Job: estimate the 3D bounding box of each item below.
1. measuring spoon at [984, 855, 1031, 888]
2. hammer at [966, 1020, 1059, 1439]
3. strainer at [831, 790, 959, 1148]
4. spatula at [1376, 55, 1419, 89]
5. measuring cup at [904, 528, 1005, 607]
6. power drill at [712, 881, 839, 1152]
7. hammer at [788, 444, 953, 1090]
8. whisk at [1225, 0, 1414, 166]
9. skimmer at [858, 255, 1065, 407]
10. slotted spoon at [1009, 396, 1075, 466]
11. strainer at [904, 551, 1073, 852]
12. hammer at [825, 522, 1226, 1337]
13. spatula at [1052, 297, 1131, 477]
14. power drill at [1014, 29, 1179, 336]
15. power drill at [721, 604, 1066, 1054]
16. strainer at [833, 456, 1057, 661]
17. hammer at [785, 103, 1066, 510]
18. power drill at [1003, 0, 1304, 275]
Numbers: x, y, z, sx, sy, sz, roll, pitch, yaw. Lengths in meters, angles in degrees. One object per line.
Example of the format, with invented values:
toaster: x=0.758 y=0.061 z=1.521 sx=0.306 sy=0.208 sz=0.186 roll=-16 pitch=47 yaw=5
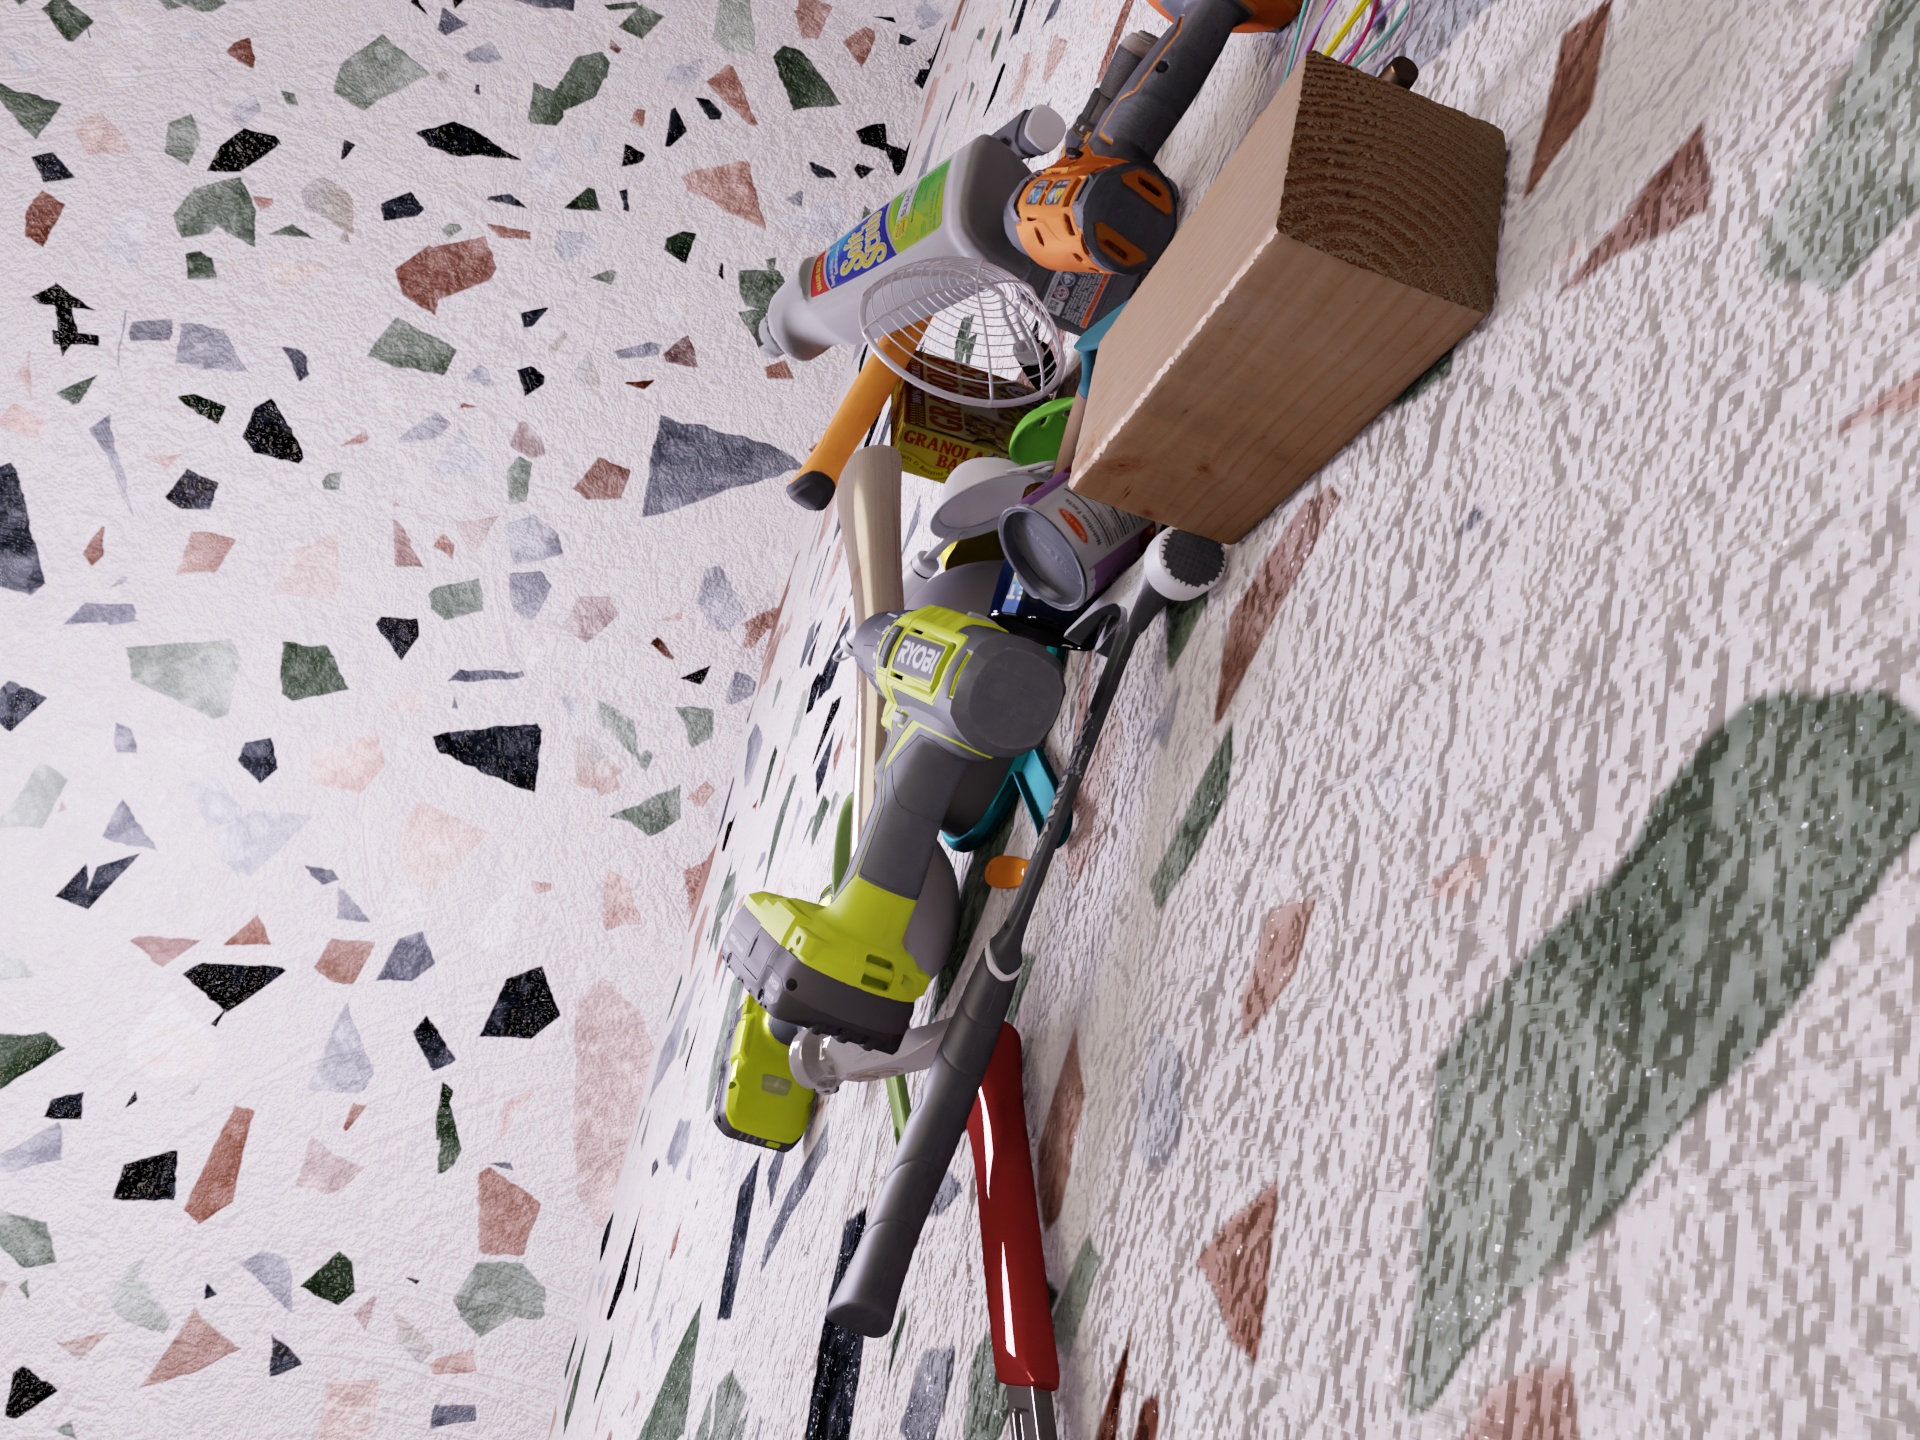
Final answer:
measuring spoon: x=0.028 y=0.090 z=0.954 sx=0.117 sy=0.011 sz=0.021 roll=163 pitch=123 yaw=-75
hammer: x=0.029 y=0.247 z=0.683 sx=0.359 sy=0.036 sz=0.149 roll=-97 pitch=27 yaw=-61
strainer: x=-0.028 y=0.163 z=1.019 sx=0.151 sy=0.069 sz=0.257 roll=113 pitch=151 yaw=-53
spatula: x=0.127 y=-0.205 z=0.770 sx=0.316 sy=0.018 sz=0.060 roll=132 pitch=160 yaw=-63
measuring cup: x=-0.026 y=-0.102 z=1.178 sx=0.156 sy=0.062 sz=0.029 roll=-34 pitch=55 yaw=23
power drill: x=-0.124 y=0.248 z=1.263 sx=0.223 sy=0.080 sz=0.171 roll=126 pitch=158 yaw=-47
hammer: x=-0.043 y=0.008 z=0.968 sx=0.146 sy=0.038 sz=0.411 roll=-24 pitch=58 yaw=40
whisk: x=0.171 y=-0.321 z=0.825 sx=0.245 sy=0.051 sz=0.047 roll=133 pitch=146 yaw=-70
skimmer: x=0.024 y=-0.235 z=1.071 sx=0.090 sy=0.127 sz=0.363 roll=-61 pitch=-7 yaw=6
slotted spoon: x=0.107 y=-0.217 z=0.956 sx=0.314 sy=0.070 sz=0.031 roll=-25 pitch=80 yaw=66
strainer: x=-0.002 y=-0.003 z=1.013 sx=0.341 sy=0.095 sz=0.211 roll=-112 pitch=41 yaw=-70
hammer: x=0.025 y=0.099 z=0.783 sx=0.409 sy=0.036 sz=0.149 roll=-67 pitch=9 yaw=-14
spatula: x=0.081 y=-0.176 z=0.951 sx=0.082 sy=0.044 sz=0.317 roll=-44 pitch=-12 yaw=-18
power drill: x=0.102 y=-0.387 z=1.138 sx=0.226 sy=0.084 sz=0.185 roll=-85 pitch=19 yaw=-59
power drill: x=-0.044 y=0.045 z=0.862 sx=0.191 sy=0.080 sz=0.228 roll=24 pitch=90 yaw=63
strainer: x=-0.022 y=-0.116 z=1.113 sx=0.258 sy=0.086 sz=0.050 roll=-44 pitch=63 yaw=38
hammer: x=-0.036 y=-0.302 z=1.181 sx=0.337 sy=0.034 sz=0.127 roll=-60 pitch=21 yaw=-9
power drill: x=0.106 y=-0.374 z=0.952 sx=0.226 sy=0.084 sz=0.164 roll=-61 pitch=28 yaw=3
